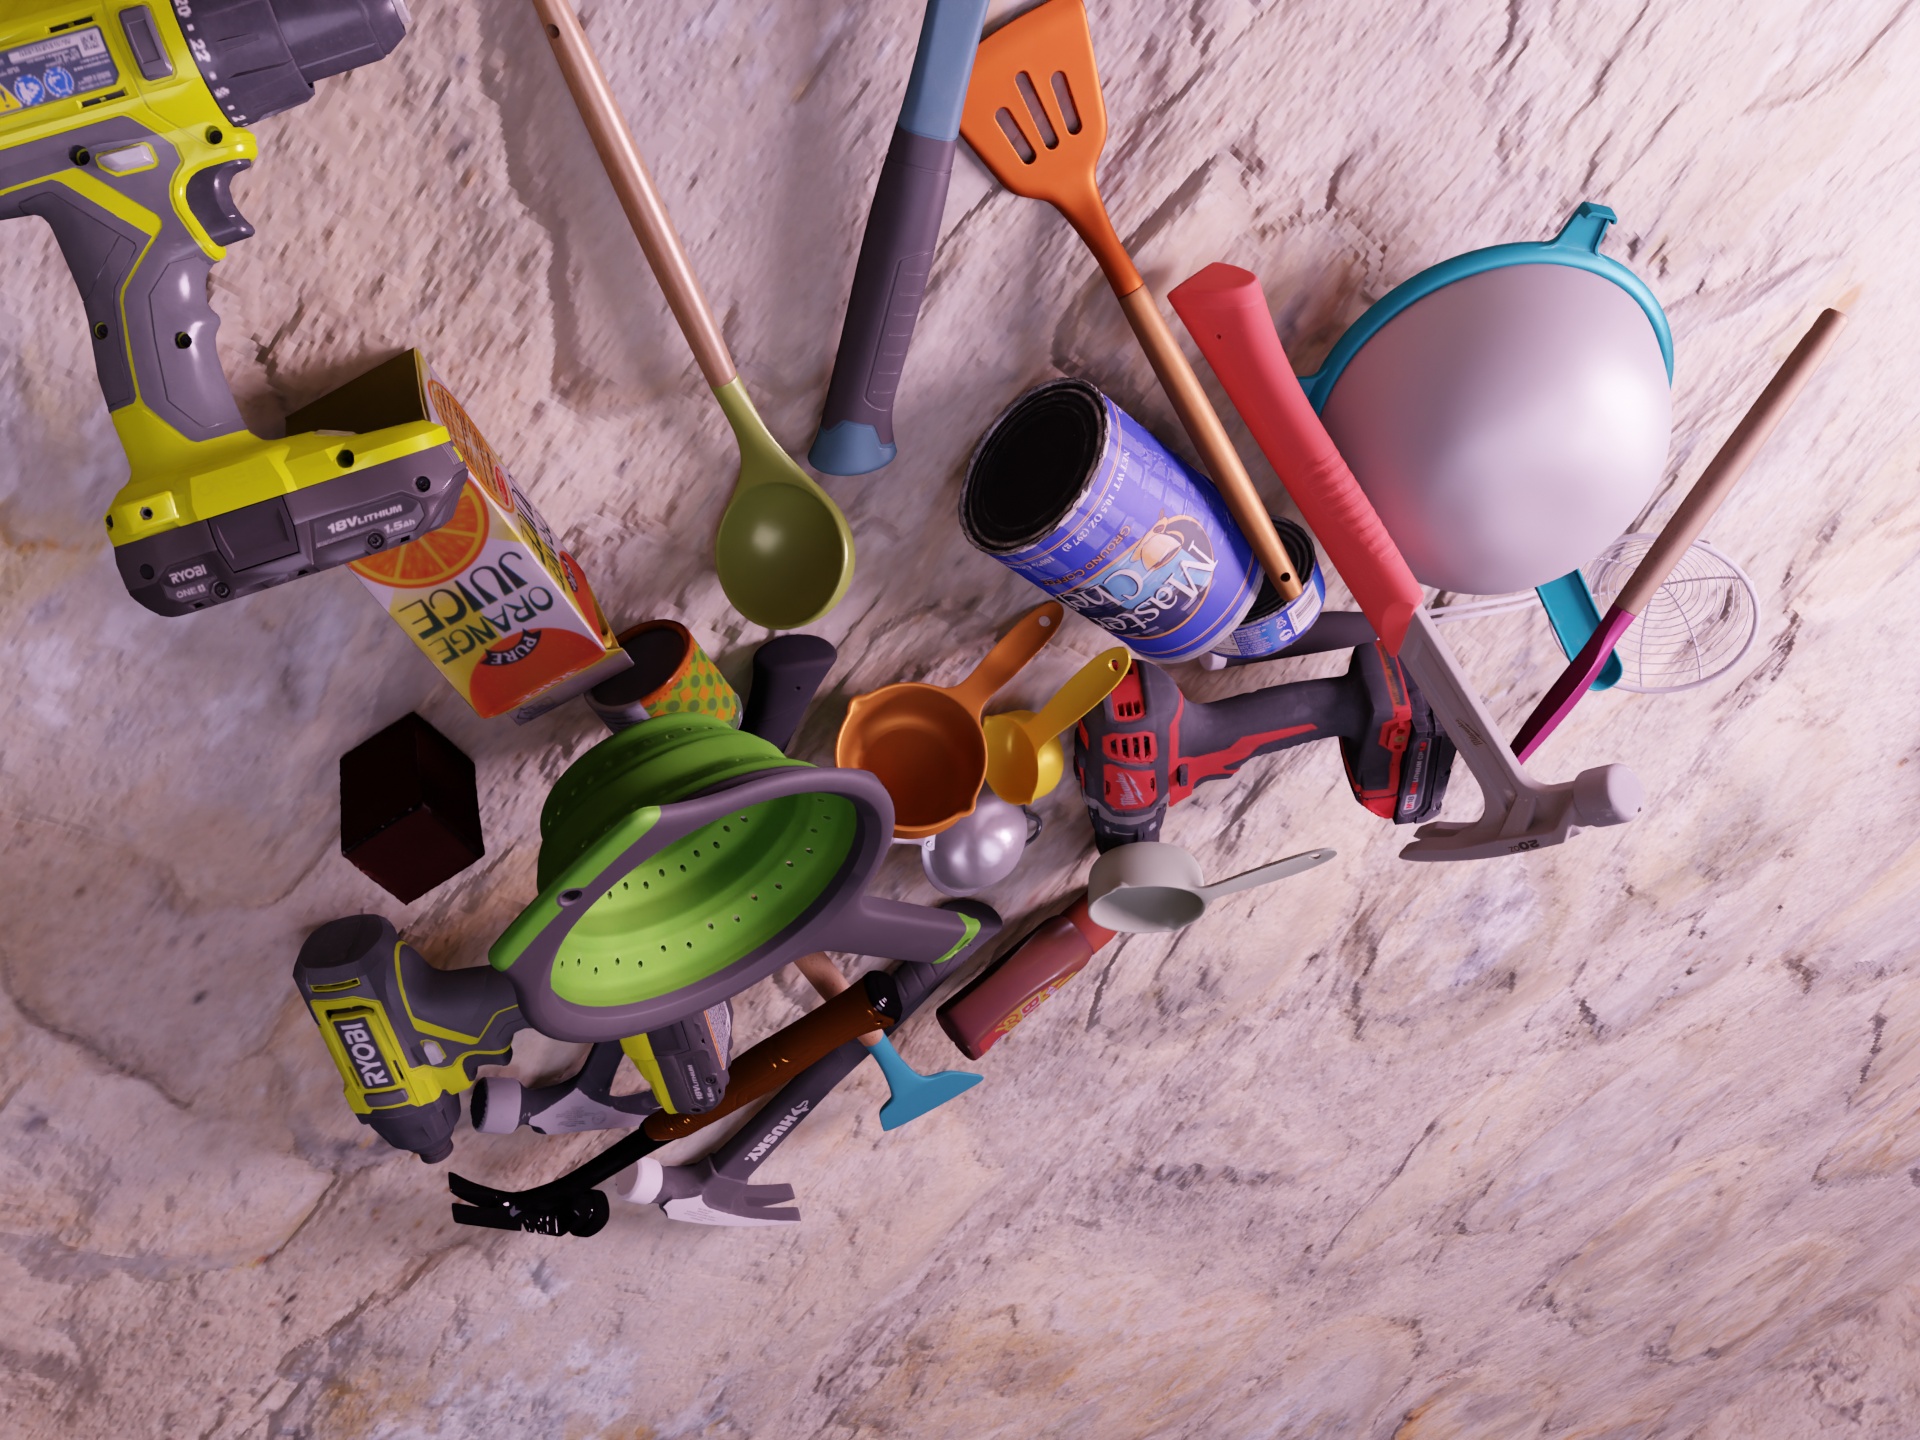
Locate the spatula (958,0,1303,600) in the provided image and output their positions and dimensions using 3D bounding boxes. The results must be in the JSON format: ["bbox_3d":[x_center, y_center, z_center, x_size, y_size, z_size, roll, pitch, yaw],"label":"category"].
[{"bbox_3d":[0.097,-0.191,0.789,0.081,0.041,0.322,-31,110,5],"label":"spatula"}]

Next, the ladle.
[{"bbox_3d":[-0.125,-0.175,0.739,0.078,0.062,0.319,0,135,24],"label":"ladle"}]

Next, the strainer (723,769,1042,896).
[{"bbox_3d":[-0.041,0.071,0.969,0.258,0.050,0.087,4,104,-34],"label":"strainer"}]

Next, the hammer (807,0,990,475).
[{"bbox_3d":[-0.017,-0.253,0.719,0.128,0.033,0.330,10,129,-11],"label":"hammer"}]

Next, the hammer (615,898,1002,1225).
[{"bbox_3d":[-0.089,0.247,1.127,0.146,0.035,0.334,29,113,-38],"label":"hammer"}]

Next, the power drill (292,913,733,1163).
[{"bbox_3d":[-0.254,0.183,0.935,0.223,0.080,0.171,-9,121,3],"label":"power drill"}]

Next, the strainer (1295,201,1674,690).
[{"bbox_3d":[0.328,-0.102,0.893,0.211,0.095,0.340,-28,129,17],"label":"strainer"}]

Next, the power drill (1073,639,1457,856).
[{"bbox_3d":[0.185,0.028,1.007,0.226,0.080,0.187,-6,142,2],"label":"power drill"}]

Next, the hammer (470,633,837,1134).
[{"bbox_3d":[-0.170,0.116,0.980,0.149,0.036,0.408,11,123,-32],"label":"hammer"}]

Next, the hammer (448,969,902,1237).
[{"bbox_3d":[-0.177,0.250,1.029,0.337,0.034,0.127,-34,144,21],"label":"hammer"}]

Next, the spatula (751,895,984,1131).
[{"bbox_3d":[-0.073,0.187,1.046,0.082,0.044,0.317,-29,128,2],"label":"spatula"}]

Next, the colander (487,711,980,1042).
[{"bbox_3d":[-0.105,0.079,0.866,0.204,0.095,0.396,-43,153,13],"label":"colander"}]

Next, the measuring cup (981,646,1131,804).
[{"bbox_3d":[0.063,-0.002,0.939,0.029,0.062,0.156,-15,160,-39],"label":"measuring cup"}]

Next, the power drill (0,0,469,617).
[{"bbox_3d":[-0.279,-0.172,0.614,0.190,0.080,0.228,-19,105,-7],"label":"power drill"}]

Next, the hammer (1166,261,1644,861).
[{"bbox_3d":[0.213,-0.079,0.849,0.037,0.149,0.359,-42,102,-34],"label":"hammer"}]

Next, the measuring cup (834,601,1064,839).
[{"bbox_3d":[-0.001,-0.003,0.939,0.173,0.095,0.052,-46,173,-15],"label":"measuring cup"}]

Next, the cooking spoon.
[{"bbox_3d":[0.387,-0.084,0.889,0.068,0.017,0.318,-11,135,-58],"label":"cooking spoon"}]

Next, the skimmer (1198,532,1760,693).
[{"bbox_3d":[0.333,-0.051,1.017,0.363,0.090,0.127,-9,135,-16],"label":"skimmer"}]

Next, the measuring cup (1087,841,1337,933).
[{"bbox_3d":[0.157,0.092,1.008,0.167,0.038,0.083,-20,144,27],"label":"measuring cup"}]
